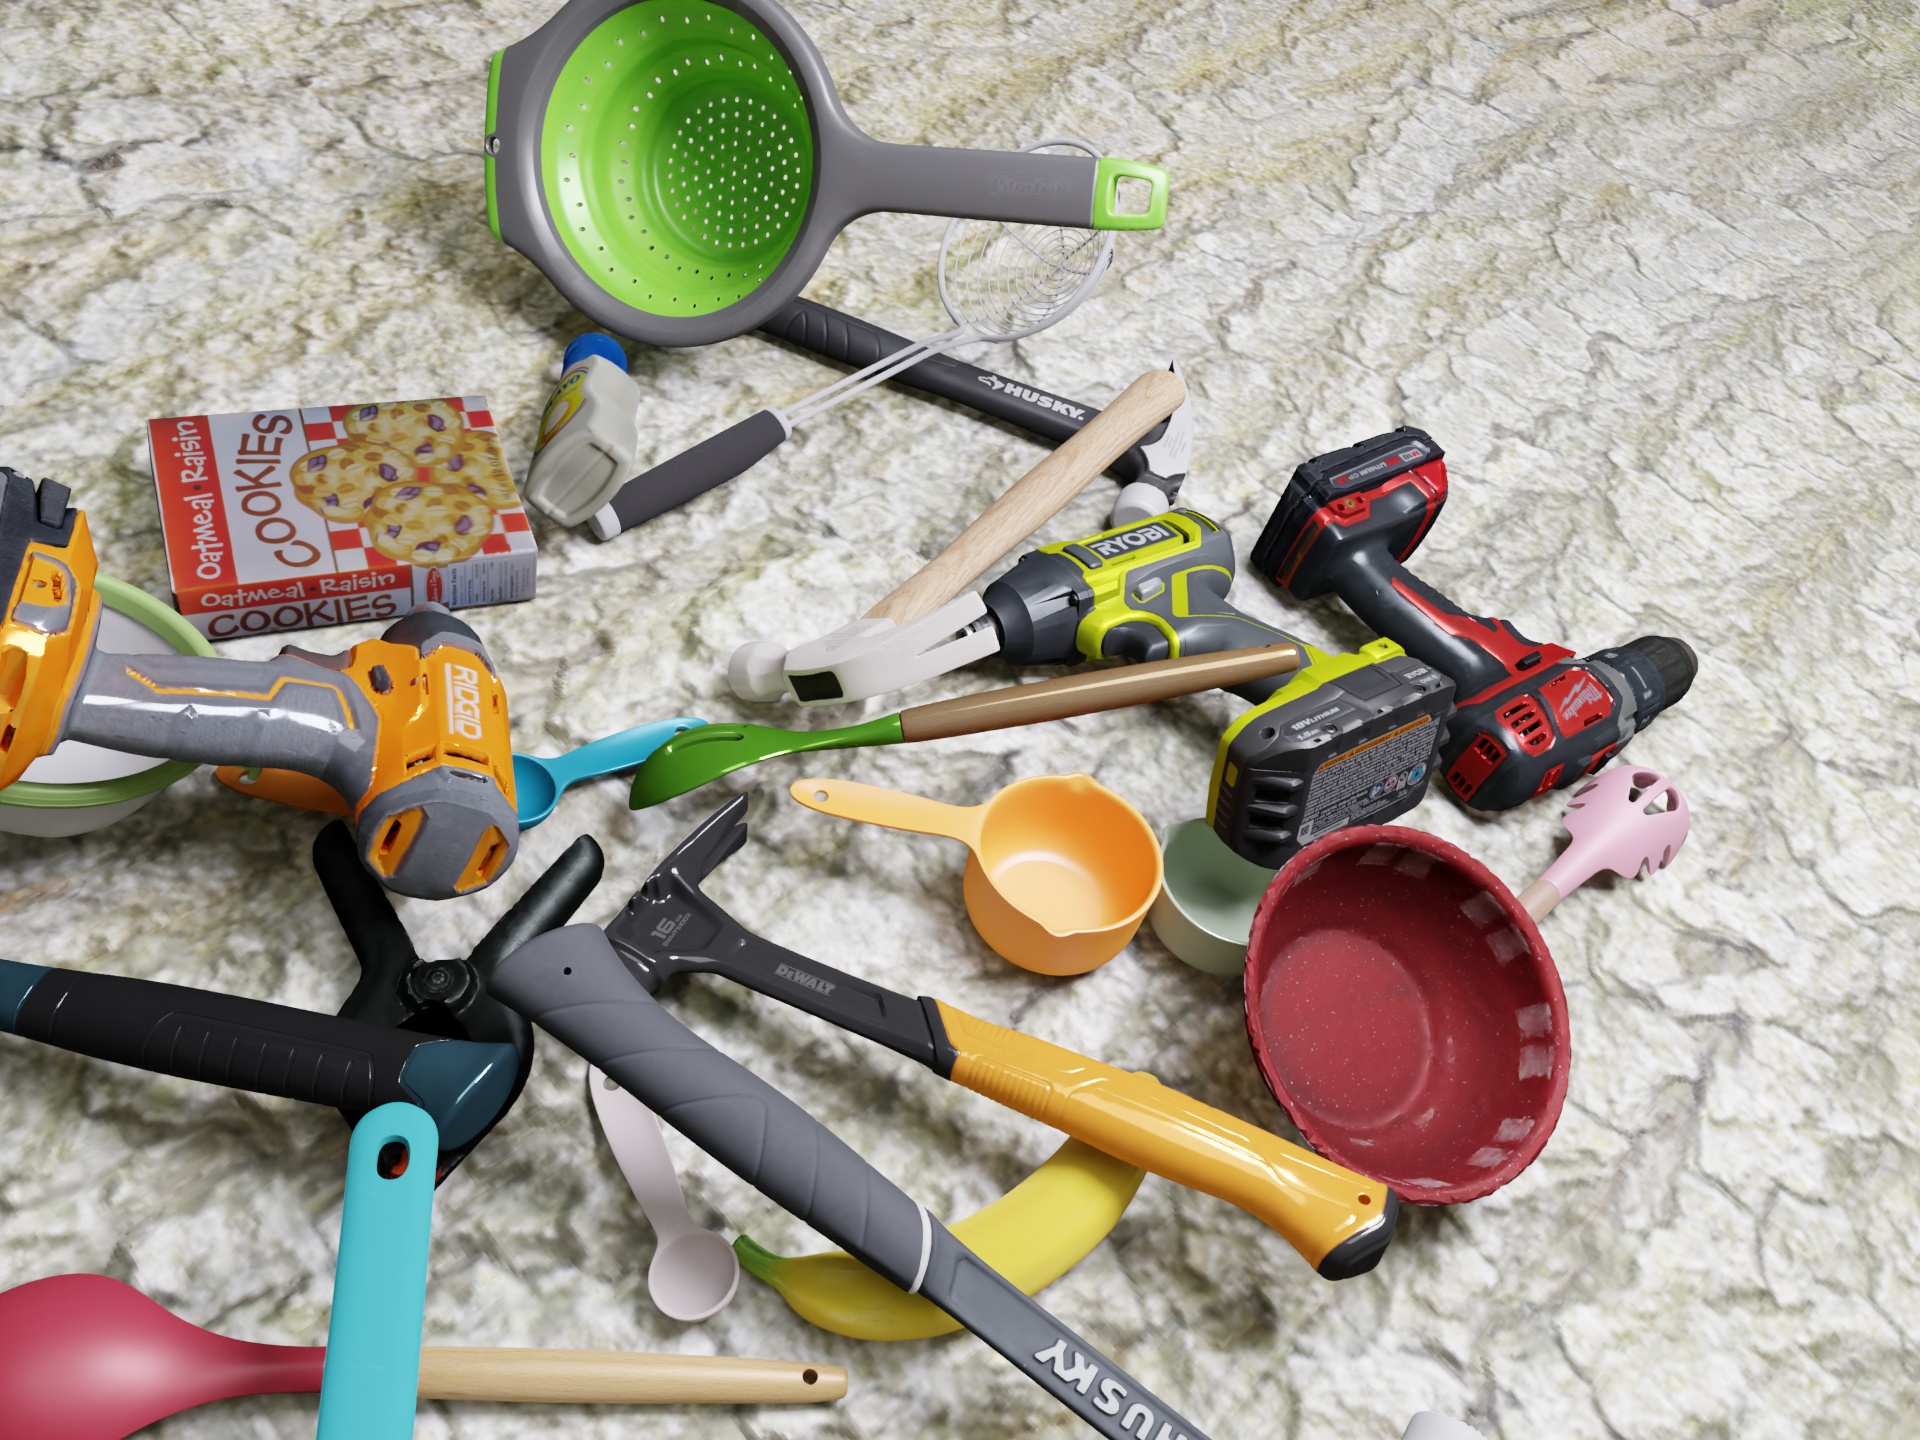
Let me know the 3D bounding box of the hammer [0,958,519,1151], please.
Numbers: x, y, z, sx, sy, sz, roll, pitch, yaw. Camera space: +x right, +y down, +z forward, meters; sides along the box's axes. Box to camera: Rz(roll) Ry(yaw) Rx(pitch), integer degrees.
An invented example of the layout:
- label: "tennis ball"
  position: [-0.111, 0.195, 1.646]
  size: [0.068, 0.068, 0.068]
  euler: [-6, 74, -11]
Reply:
- label: "hammer"
  position: [-0.330, 0.109, 0.593]
  size: [0.331, 0.033, 0.128]
  euler: [10, 47, 4]

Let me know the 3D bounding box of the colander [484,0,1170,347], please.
- label: "colander"
  position: [-0.073, -0.309, 0.903]
  size: [0.397, 0.204, 0.094]
  euler: [10, 16, 15]

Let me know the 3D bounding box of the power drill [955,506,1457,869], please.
- label: "power drill"
  position: [0.119, -0.026, 0.807]
  size: [0.171, 0.080, 0.223]
  euler: [-20, 42, -30]

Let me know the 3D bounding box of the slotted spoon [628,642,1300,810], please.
- label: "slotted spoon"
  position: [-0.001, -0.002, 0.728]
  size: [0.314, 0.031, 0.070]
  euler: [-10, 11, 2]

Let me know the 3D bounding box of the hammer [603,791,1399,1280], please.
- label: "hammer"
  position: [0.015, 0.134, 0.654]
  size: [0.337, 0.034, 0.127]
  euler: [21, 43, 14]

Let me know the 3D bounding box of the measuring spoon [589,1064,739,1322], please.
- label: "measuring spoon"
  position: [-0.120, 0.183, 0.628]
  size: [0.034, 0.018, 0.124]
  euler: [-23, 52, -15]

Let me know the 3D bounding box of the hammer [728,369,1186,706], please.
- label: "hammer"
  position: [0.027, -0.106, 0.846]
  size: [0.130, 0.031, 0.331]
  euler: [1, 35, 44]

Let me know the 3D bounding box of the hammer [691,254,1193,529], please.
- label: "hammer"
  position: [-0.015, -0.219, 0.986]
  size: [0.335, 0.035, 0.146]
  euler: [21, 49, 4]

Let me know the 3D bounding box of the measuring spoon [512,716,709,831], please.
- label: "measuring spoon"
  position: [-0.173, 0.025, 0.750]
  size: [0.128, 0.021, 0.042]
  euler: [-20, 58, -40]

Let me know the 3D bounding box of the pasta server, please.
- label: "pasta server"
  position: [0.275, 0.104, 0.796]
  size: [0.316, 0.040, 0.060]
  euler: [-32, 64, -30]

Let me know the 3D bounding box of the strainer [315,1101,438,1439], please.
- label: "strainer"
  position: [-0.182, 0.286, 0.468]
  size: [0.211, 0.095, 0.341]
  euler: [4, 47, -16]

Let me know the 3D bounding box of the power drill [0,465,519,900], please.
- label: "power drill"
  position: [-0.293, -0.020, 0.641]
  size: [0.226, 0.084, 0.164]
  euler: [18, 30, -31]

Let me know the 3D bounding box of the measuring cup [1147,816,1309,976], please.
- label: "measuring cup"
  position: [0.152, 0.067, 0.787]
  size: [0.083, 0.038, 0.167]
  euler: [37, 45, 18]

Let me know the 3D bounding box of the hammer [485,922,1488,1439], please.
- label: "hammer"
  position: [-0.003, 0.208, 0.575]
  size: [0.409, 0.036, 0.149]
  euler: [36, 59, 5]

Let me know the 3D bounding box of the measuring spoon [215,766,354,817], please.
- label: "measuring spoon"
  position: [-0.276, 0.037, 0.713]
  size: [0.117, 0.011, 0.021]
  euler: [13, 48, 0]

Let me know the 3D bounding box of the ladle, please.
- label: "ladle"
  position: [-0.195, 0.230, 0.558]
  size: [0.315, 0.031, 0.069]
  euler: [6, 49, -12]

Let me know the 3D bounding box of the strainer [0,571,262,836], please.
- label: "strainer"
  position: [-0.424, -0.034, 0.685]
  size: [0.151, 0.069, 0.257]
  euler: [-9, 48, -50]

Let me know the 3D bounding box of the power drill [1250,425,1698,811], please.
- label: "power drill"
  position: [0.299, -0.064, 0.913]
  size: [0.188, 0.080, 0.227]
  euler: [-22, 62, -30]

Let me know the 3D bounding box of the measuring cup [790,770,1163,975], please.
- label: "measuring cup"
  position: [0.004, 0.065, 0.737]
  size: [0.173, 0.052, 0.095]
  euler: [13, 48, 0]

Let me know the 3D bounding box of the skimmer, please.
- label: "skimmer"
  position: [-0.060, -0.219, 0.898]
  size: [0.363, 0.090, 0.127]
  euler: [-33, 49, -23]
